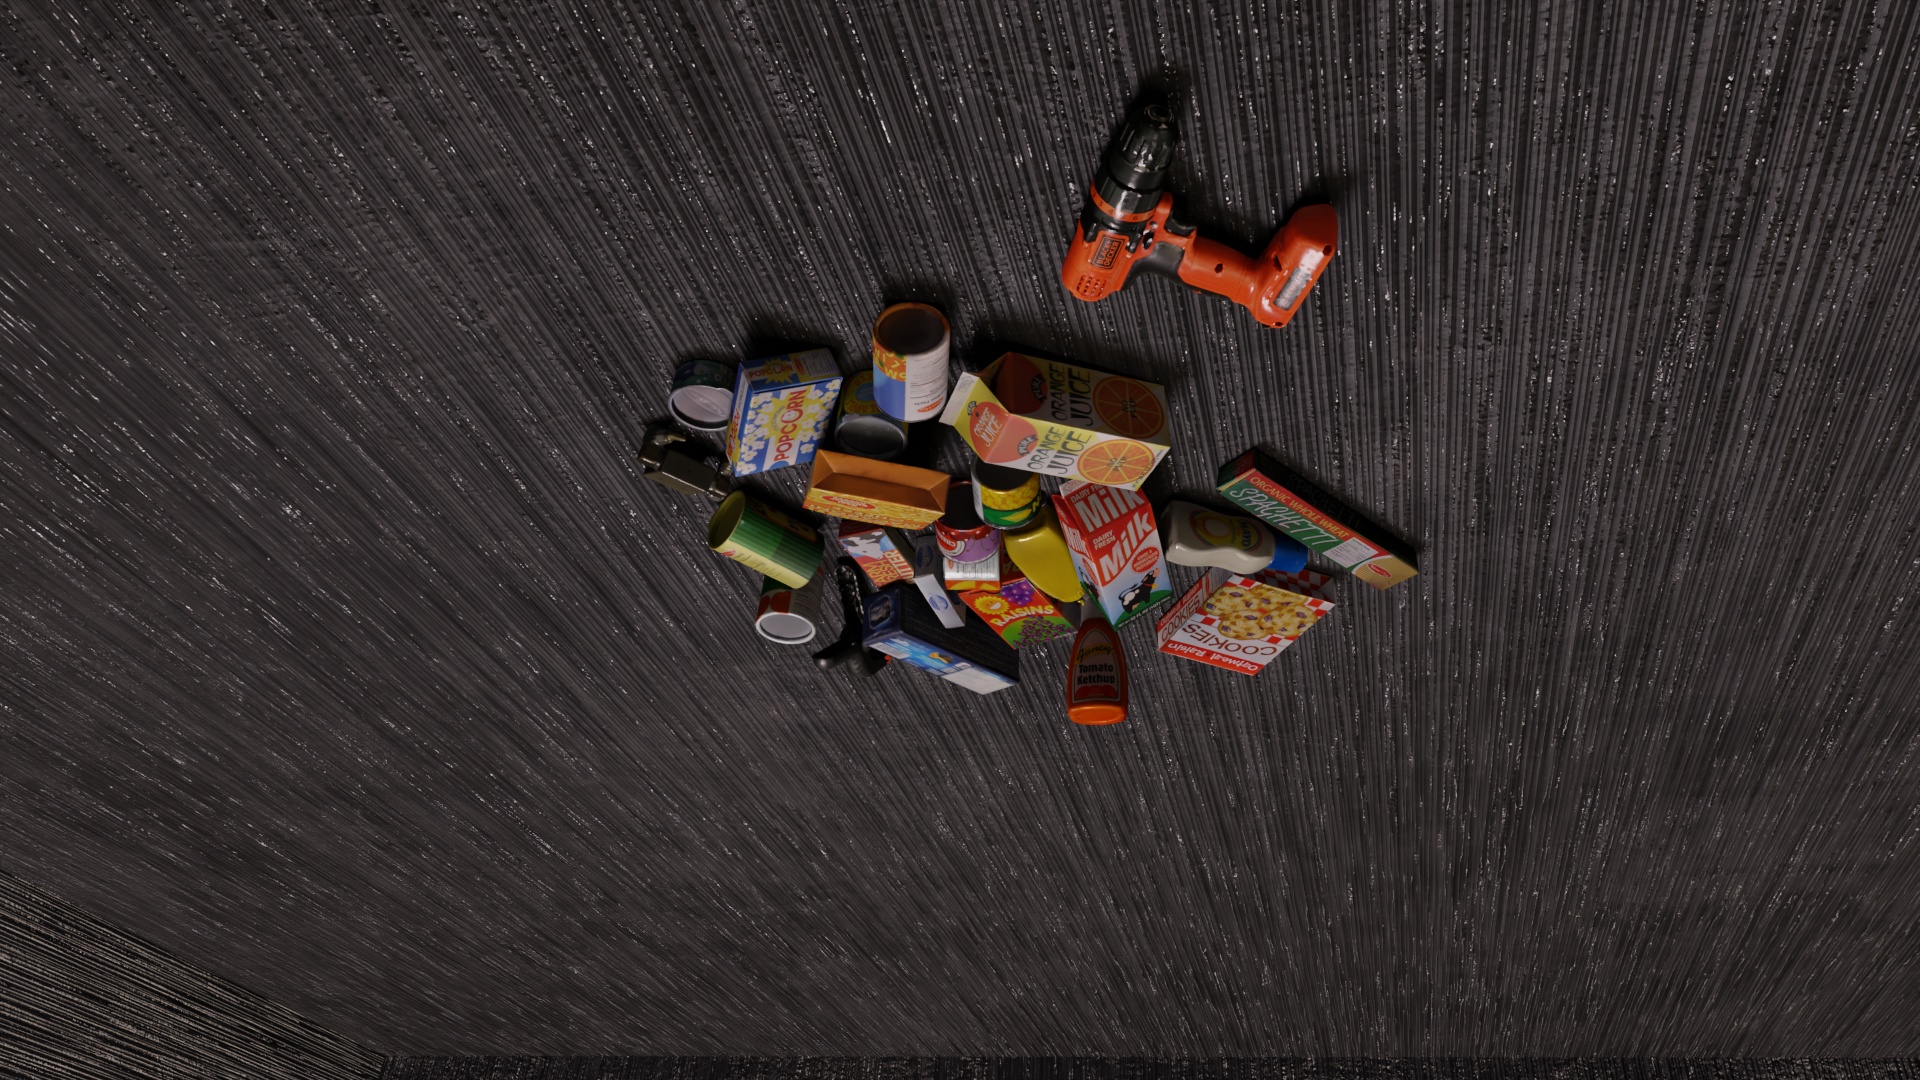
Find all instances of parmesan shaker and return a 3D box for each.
[{"bbox_3d":[-0.200,-0.001,1.433,0.103,0.071,0.071,29,138,-31],"label":"parmesan shaker"}]

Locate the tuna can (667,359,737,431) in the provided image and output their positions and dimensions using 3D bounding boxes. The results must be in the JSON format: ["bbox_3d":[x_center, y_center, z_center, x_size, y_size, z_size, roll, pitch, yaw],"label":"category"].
[{"bbox_3d":[-0.231,-0.134,1.273,0.071,0.033,0.070,3,145,2],"label":"tuna can"}]

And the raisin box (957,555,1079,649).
[{"bbox_3d":[0.065,0.067,1.517,0.086,0.040,0.123,-16,139,28],"label":"raisin box"}]

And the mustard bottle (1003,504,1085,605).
[{"bbox_3d":[0.097,0.023,1.442,0.065,0.049,0.159,-15,141,18],"label":"mustard bottle"}]

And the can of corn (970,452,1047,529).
[{"bbox_3d":[0.046,-0.055,1.324,0.071,0.071,0.058,1,144,6],"label":"can of corn"}]

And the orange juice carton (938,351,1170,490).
[{"bbox_3d":[0.082,-0.107,1.225,0.193,0.073,0.071,10,145,-16],"label":"orange juice carton"}]

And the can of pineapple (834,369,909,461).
[{"bbox_3d":[-0.079,-0.114,1.261,0.071,0.058,0.070,3,145,2],"label":"can of pineapple"}]

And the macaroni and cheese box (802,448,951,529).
[{"bbox_3d":[-0.083,-0.045,1.312,0.124,0.040,0.166,11,173,-8],"label":"macaroni and cheese box"}]

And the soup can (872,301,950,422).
[{"bbox_3d":[-0.044,-0.155,1.195,0.071,0.072,0.083,4,144,1],"label":"soup can"}]

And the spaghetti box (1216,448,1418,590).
[{"bbox_3d":[0.355,-0.018,1.370,0.250,0.029,0.050,27,139,-29],"label":"spaghetti box"}]

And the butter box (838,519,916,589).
[{"bbox_3d":[-0.083,0.013,1.471,0.053,0.024,0.103,-12,142,21],"label":"butter box"}]

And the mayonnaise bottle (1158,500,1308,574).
[{"bbox_3d":[0.272,0.002,1.383,0.148,0.065,0.041,10,143,-14],"label":"mayonnaise bottle"}]

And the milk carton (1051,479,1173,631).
[{"bbox_3d":[0.145,-0.006,1.348,0.072,0.074,0.189,-29,137,-7],"label":"milk carton"}]

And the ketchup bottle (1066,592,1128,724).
[{"bbox_3d":[0.147,0.124,1.491,0.065,0.149,0.043,-3,144,10],"label":"ketchup bottle"}]

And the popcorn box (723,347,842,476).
[{"bbox_3d":[-0.162,-0.116,1.257,0.085,0.038,0.126,-15,152,-26],"label":"popcorn box"}]

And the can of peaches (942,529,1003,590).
[{"bbox_3d":[0.014,0.018,1.433,0.058,0.071,0.071,0,144,6],"label":"can of peaches"}]

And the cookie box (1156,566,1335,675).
[{"bbox_3d":[0.306,0.080,1.506,0.123,0.040,0.166,16,142,-15],"label":"cookie box"}]

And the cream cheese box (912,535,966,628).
[{"bbox_3d":[-0.021,0.044,1.483,0.024,0.053,0.103,-10,142,17],"label":"cream cheese box"}]

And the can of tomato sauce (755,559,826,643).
[{"bbox_3d":[-0.184,0.061,1.500,0.071,0.083,0.070,3,145,3],"label":"can of tomato sauce"}]

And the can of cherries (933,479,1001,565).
[{"bbox_3d":[0.005,-0.017,1.378,0.071,0.072,0.058,2,144,5],"label":"can of cherries"}]
